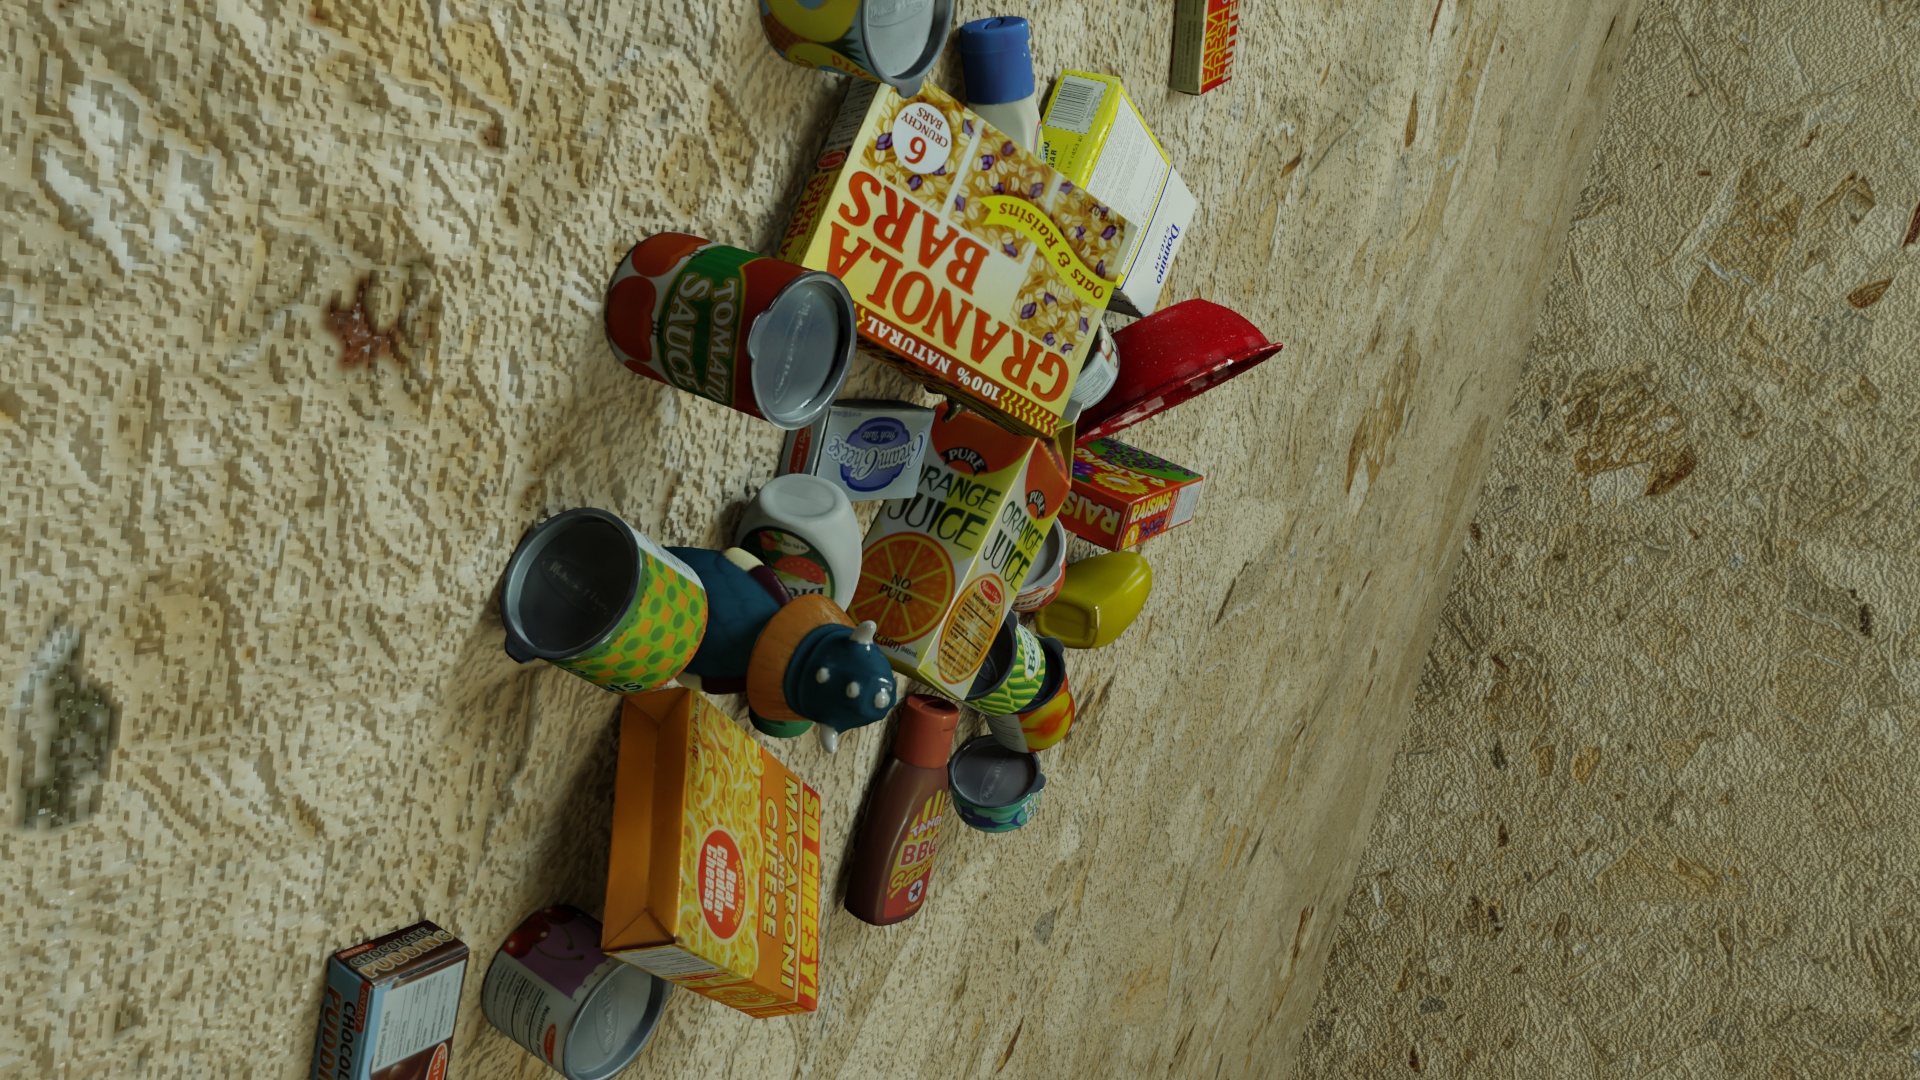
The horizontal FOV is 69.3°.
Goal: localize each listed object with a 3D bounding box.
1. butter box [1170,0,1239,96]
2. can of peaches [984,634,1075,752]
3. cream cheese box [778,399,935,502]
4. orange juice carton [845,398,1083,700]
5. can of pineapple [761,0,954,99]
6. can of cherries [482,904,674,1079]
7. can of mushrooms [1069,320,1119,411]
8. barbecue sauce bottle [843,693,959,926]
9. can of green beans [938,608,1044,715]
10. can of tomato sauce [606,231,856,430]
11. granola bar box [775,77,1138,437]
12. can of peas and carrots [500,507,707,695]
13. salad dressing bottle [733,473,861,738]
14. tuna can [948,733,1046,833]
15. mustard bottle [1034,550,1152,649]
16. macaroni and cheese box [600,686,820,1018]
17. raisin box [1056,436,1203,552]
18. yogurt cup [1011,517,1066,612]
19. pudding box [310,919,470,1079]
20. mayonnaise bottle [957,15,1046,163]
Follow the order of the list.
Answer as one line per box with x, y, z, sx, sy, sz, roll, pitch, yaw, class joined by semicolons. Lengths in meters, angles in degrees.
0.166;-0.357;0.934;0.053;0.024;0.103;-40;140;-42;butter box
0.048;0.108;0.989;0.071;0.071;0.057;-54;149;-26;can of peaches
-0.054;-0.049;0.750;0.104;0.024;0.053;-7;115;-59;cream cheese box
0.003;-0.010;0.827;0.193;0.072;0.073;-63;152;-11;orange juice carton
-0.045;-0.234;0.606;0.071;0.058;0.070;-39;140;-43;can of pineapple
-0.182;0.216;0.666;0.072;0.058;0.071;-38;138;-44;can of cherries
0.063;-0.117;0.871;0.071;0.071;0.033;-63;151;-11;can of mushrooms
-0.035;0.176;0.914;0.065;0.044;0.148;-7;114;-57;barbecue sauce bottle
0.016;0.079;0.915;0.071;0.071;0.057;-65;152;-7;can of green beans
-0.097;-0.090;0.584;0.071;0.083;0.070;-39;140;-43;can of tomato sauce
-0.002;-0.139;0.689;0.165;0.039;0.124;25;83;-33;granola bar box
-0.151;0.029;0.588;0.071;0.071;0.058;-63;152;-11;can of peas and carrots
-0.087;0.038;0.717;0.044;0.064;0.146;-61;164;-53;salad dressing bottle
0.028;0.175;0.996;0.071;0.071;0.032;-47;146;-35;tuna can
0.113;0.039;1.065;0.161;0.065;0.048;-26;126;-57;mustard bottle
-0.120;0.162;0.702;0.166;0.040;0.124;59;24;-57;macaroni and cheese box
0.105;-0.034;0.975;0.124;0.086;0.040;-18;129;-56;raisin box
0.039;0.013;0.917;0.072;0.072;0.053;-61;159;-16;yogurt cup
-0.242;0.209;0.586;0.050;0.030;0.083;-9;116;-60;pudding box
0.027;-0.204;0.753;0.065;0.041;0.147;-73;158;-57;mayonnaise bottle
